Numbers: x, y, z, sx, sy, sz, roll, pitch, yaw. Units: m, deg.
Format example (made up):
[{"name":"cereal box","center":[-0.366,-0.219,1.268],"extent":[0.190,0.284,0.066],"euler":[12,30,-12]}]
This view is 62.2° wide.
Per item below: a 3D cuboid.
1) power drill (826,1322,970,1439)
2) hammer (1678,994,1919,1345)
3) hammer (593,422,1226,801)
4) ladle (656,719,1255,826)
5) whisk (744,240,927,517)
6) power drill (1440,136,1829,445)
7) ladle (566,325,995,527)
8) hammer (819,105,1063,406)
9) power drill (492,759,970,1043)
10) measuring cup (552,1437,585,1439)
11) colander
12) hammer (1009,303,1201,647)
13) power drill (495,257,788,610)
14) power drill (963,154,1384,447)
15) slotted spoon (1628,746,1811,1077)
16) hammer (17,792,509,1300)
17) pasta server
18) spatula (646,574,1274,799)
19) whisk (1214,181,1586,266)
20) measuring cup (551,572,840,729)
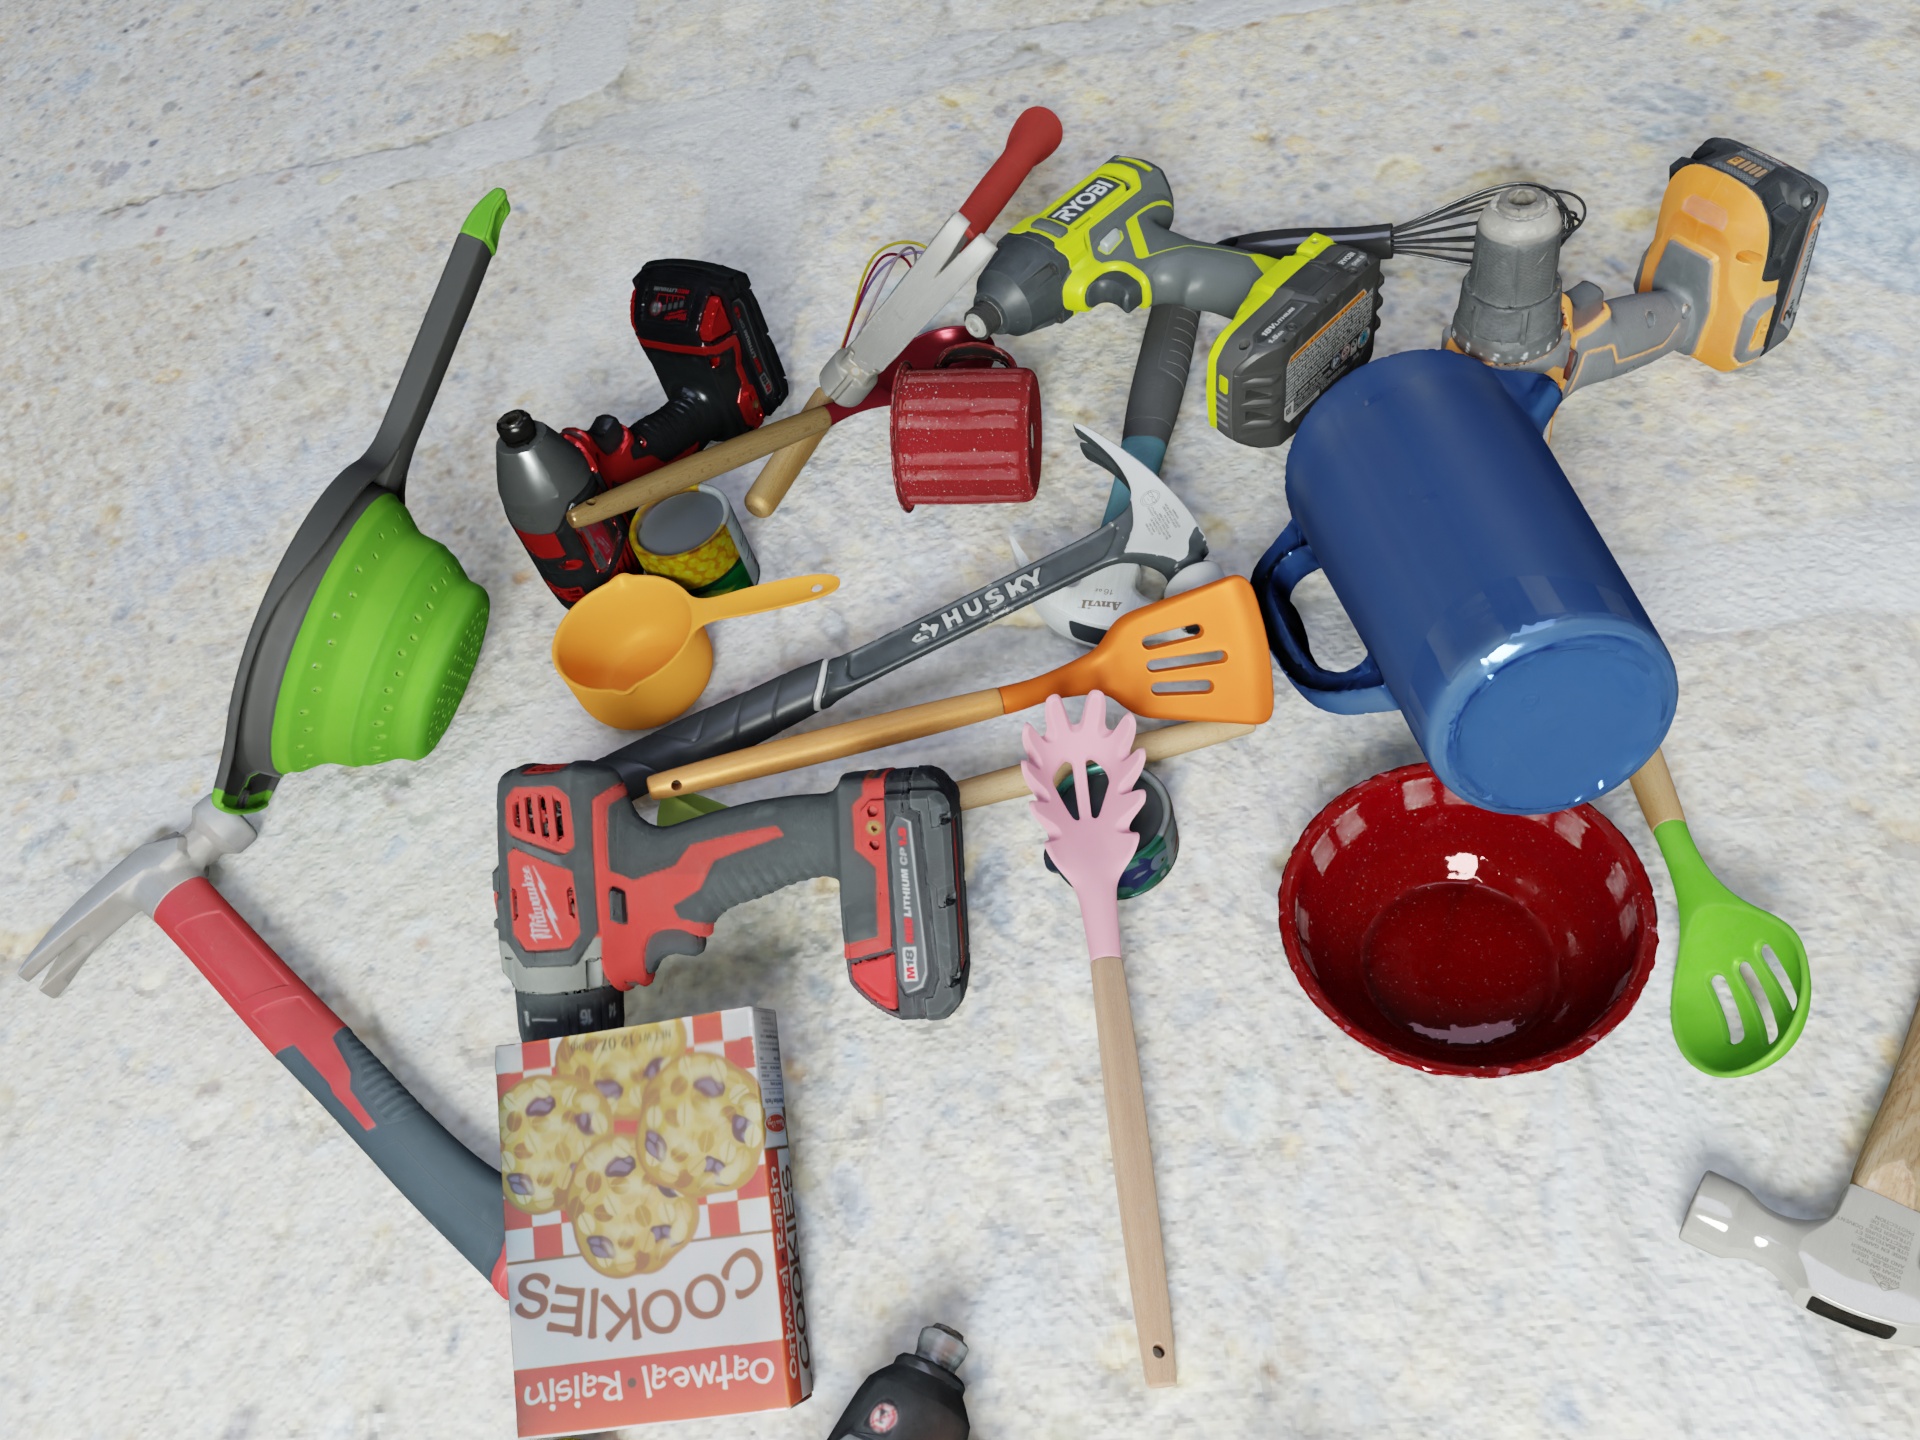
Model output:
[{"name":"power drill","center":[0.034,0.331,0.588],"extent":[0.226,0.084,0.164],"euler":[11,56,26]},{"name":"hammer","center":[0.433,0.112,0.678],"extent":[0.130,0.031,0.331],"euler":[23,62,29]},{"name":"hammer","center":[-0.061,-0.033,0.890],"extent":[0.409,0.036,0.149],"euler":[-25,58,3]},{"name":"ladle","center":[-0.002,0.028,0.842],"extent":[0.320,0.078,0.062],"euler":[-14,92,-1]},{"name":"whisk","center":[-0.081,-0.234,1.069],"extent":[0.051,0.047,0.245],"euler":[-5,50,52]},{"name":"power drill","center":[0.358,-0.237,0.868],"extent":[0.226,0.185,0.084],"euler":[-29,50,-12]},{"name":"ladle","center":[-0.105,-0.183,0.999],"extent":[0.315,0.031,0.069],"euler":[-29,51,-29]},{"name":"hammer","center":[0.015,-0.339,1.054],"extent":[0.149,0.036,0.359],"euler":[-40,17,40]},{"name":"power drill","center":[-0.111,0.109,0.765],"extent":[0.226,0.080,0.188],"euler":[-3,92,4]},{"name":"measuring cup","center":[-0.136,0.357,0.641],"extent":[0.062,0.029,0.157],"euler":[-40,53,-16]},{"name":"colander","center":[-0.310,-0.118,0.938],"extent":[0.094,0.204,0.397],"euler":[21,84,-8]},{"name":"hammer","center":[0.117,-0.178,0.981],"extent":[0.128,0.033,0.331],"euler":[5,55,17]},{"name":"power drill","center":[-0.207,-0.187,1.005],"extent":[0.078,0.143,0.220],"euler":[14,56,27]},{"name":"power drill","center":[0.126,-0.257,0.971],"extent":[0.223,0.080,0.171],"euler":[32,62,31]},{"name":"slotted spoon","center":[0.334,0.030,0.762],"extent":[0.031,0.070,0.314],"euler":[20,44,-23]},{"name":"hammer","center":[-0.348,0.180,0.827],"extent":[0.387,0.038,0.143],"euler":[32,68,32]},{"name":"pasta server","center":[0.070,0.133,0.725],"extent":[0.060,0.040,0.316],"euler":[-6,62,1]},{"name":"spatula","center":[-0.001,-0.003,0.815],"extent":[0.322,0.081,0.041],"euler":[-14,16,-5]},{"name":"whisk","center":[0.279,-0.315,1.035],"extent":[0.239,0.055,0.055],"euler":[0,54,20]},{"name":"measuring cup","center":[-0.150,-0.047,0.940],"extent":[0.173,0.052,0.095],"euler":[-14,51,2]}]
